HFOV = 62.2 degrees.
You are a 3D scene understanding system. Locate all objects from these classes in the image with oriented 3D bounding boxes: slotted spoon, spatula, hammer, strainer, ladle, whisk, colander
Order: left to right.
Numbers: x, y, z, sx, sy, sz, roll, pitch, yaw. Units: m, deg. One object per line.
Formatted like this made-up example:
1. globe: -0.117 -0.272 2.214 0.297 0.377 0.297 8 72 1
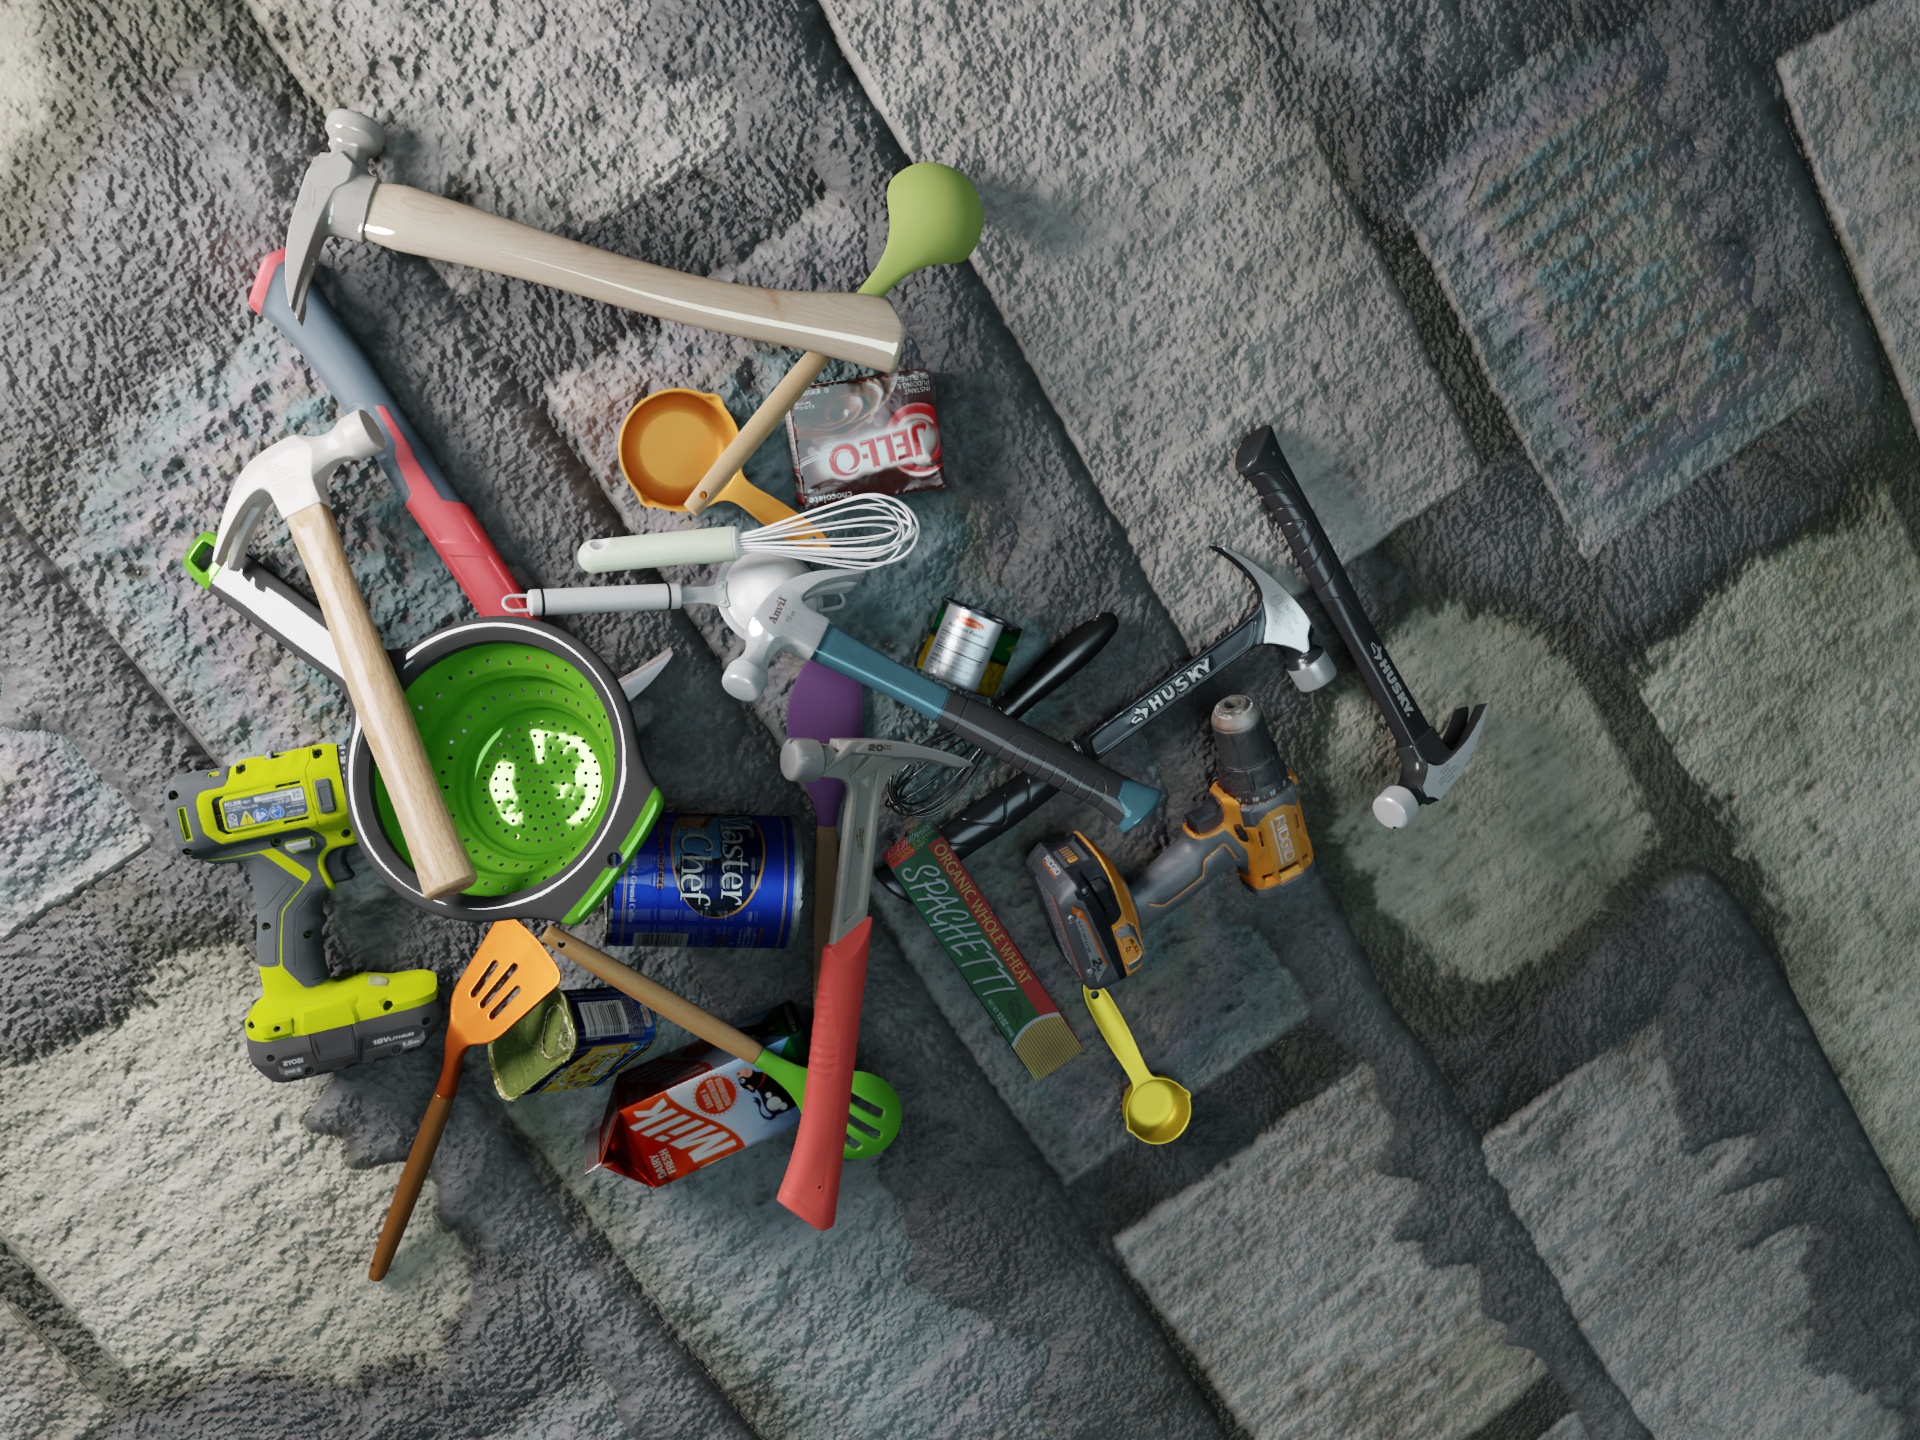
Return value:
1. hammer: -0.395 -0.037 1.050 0.130 0.031 0.331 -25 79 3
2. colander: -0.371 -0.008 1.107 0.397 0.094 0.204 34 87 12
3. spatula: -0.384 0.295 1.190 0.041 0.081 0.322 -2 123 -53
4. hammer: -0.361 -0.163 1.133 0.143 0.038 0.386 -32 106 -7
5. hammer: -0.242 -0.293 1.082 0.410 0.038 0.146 13 79 -6
6. strainer: -0.201 -0.090 1.159 0.258 0.050 0.087 -5 72 -22
7. slotted spoon: -0.175 0.239 1.187 0.313 0.031 0.070 34 89 -13
8. whisk: -0.151 -0.127 1.134 0.246 0.058 0.059 -5 129 3
9. spatula: -0.108 0.108 1.254 0.059 0.018 0.316 -1 98 -12
10. ladle: -0.095 -0.273 1.147 0.078 0.062 0.320 40 84 -16
11. hammer: -0.079 0.192 1.169 0.149 0.037 0.359 5 93 -33
12. hammer: -0.002 -0.004 1.160 0.331 0.033 0.128 27 59 -11
13. whisk: 0.034 -0.007 1.253 0.239 0.055 0.055 -41 107 -8
14. hammer: 0.105 0.016 1.281 0.409 0.036 0.149 -35 105 -5
15. hammer: 0.319 -0.089 1.296 0.146 0.035 0.334 -37 101 -32

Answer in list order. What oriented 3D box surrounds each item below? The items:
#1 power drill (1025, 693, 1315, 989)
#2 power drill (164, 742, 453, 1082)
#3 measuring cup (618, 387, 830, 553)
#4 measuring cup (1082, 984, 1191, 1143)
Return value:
1. power drill: 0.169 0.094 1.270 0.226 0.084 0.185 -27 123 -9
2. power drill: -0.447 0.128 1.149 0.190 0.080 0.228 -12 101 -17
3. measuring cup: -0.172 -0.175 1.170 0.173 0.052 0.095 34 91 -19
4. measuring cup: 0.142 0.286 1.351 0.062 0.029 0.156 -29 94 -7
